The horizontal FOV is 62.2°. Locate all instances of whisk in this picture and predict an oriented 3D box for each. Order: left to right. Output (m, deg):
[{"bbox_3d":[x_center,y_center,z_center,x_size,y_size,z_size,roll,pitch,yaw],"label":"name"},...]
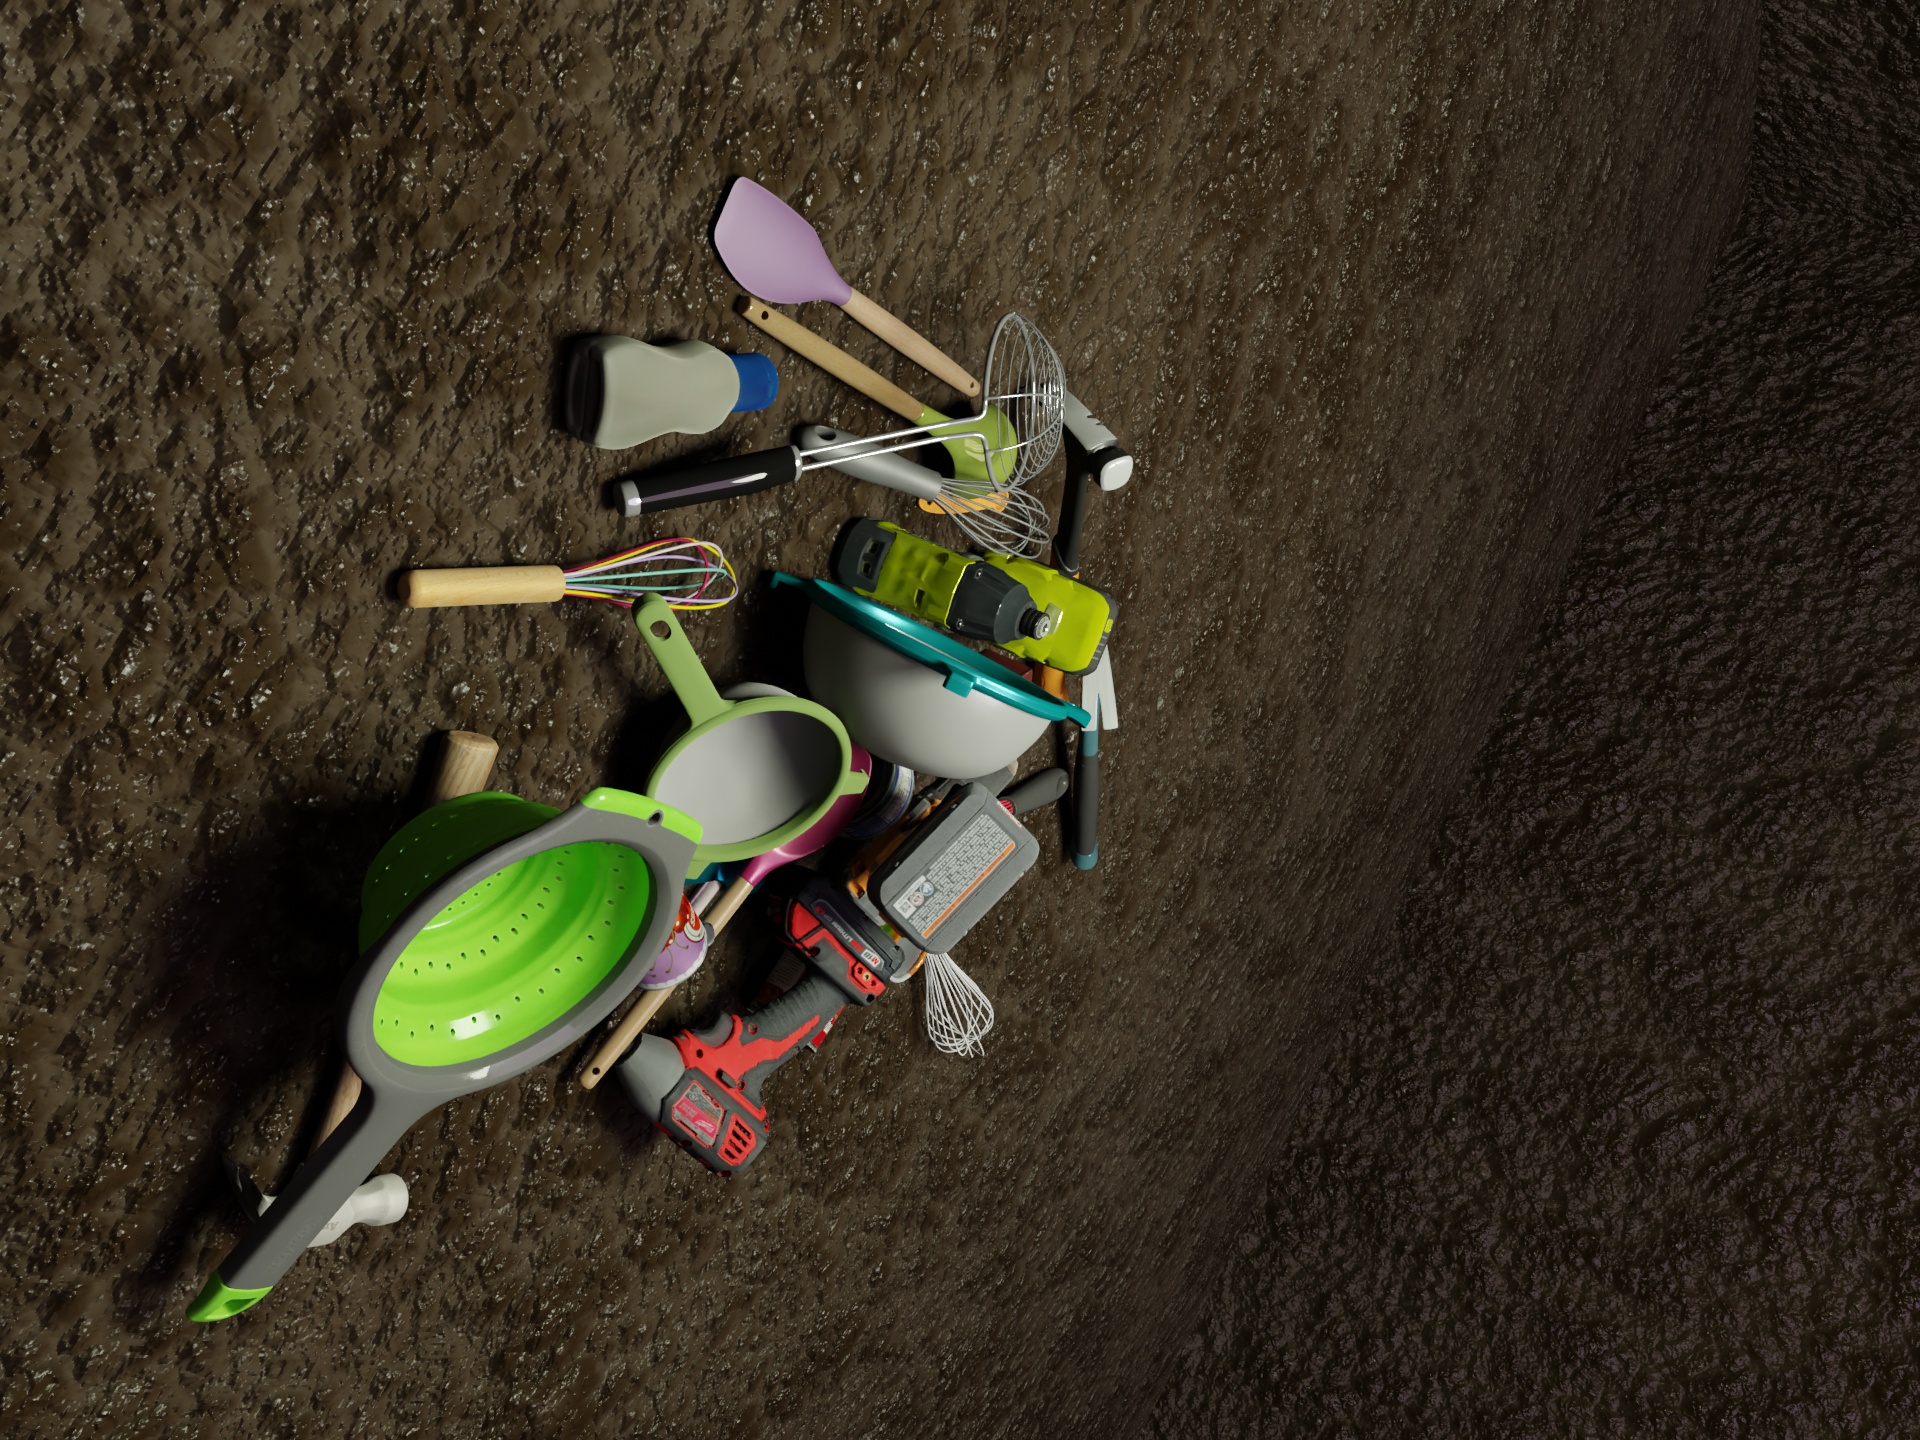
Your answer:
[{"bbox_3d":[-0.230,-0.087,0.963,0.245,0.051,0.047,-9,98,-51],"label":"whisk"},{"bbox_3d":[-0.022,-0.169,1.167,0.238,0.055,0.055,16,97,-39],"label":"whisk"},{"bbox_3d":[-0.023,0.227,1.500,0.070,0.070,0.284,-48,140,-28],"label":"whisk"},{"bbox_3d":[0.033,0.086,1.485,0.296,0.073,0.073,-21,128,-59],"label":"whisk"}]

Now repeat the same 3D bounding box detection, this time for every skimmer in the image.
[{"bbox_3d":[-0.072,-0.192,1.081,0.363,0.090,0.127,-18,120,-28],"label":"skimmer"}]

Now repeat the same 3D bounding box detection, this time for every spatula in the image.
[{"bbox_3d":[-0.068,-0.281,1.097,0.315,0.018,0.060,18,96,-59],"label":"spatula"}]

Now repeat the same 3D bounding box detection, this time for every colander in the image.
[{"bbox_3d":[-0.320,0.169,0.901,0.397,0.095,0.204,-49,151,5],"label":"colander"}]

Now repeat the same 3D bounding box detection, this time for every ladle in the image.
[{"bbox_3d":[-0.056,-0.234,1.139,0.320,0.062,0.078,20,95,-53],"label":"ladle"}]

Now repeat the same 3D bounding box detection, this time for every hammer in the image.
[{"bbox_3d":[-0.347,0.163,0.955,0.130,0.031,0.331,10,102,-60],"label":"hammer"},{"bbox_3d":[0.085,-0.132,1.388,0.034,0.127,0.336,-21,143,-21],"label":"hammer"},{"bbox_3d":[0.126,0.033,1.575,0.330,0.033,0.128,87,-2,-48],"label":"hammer"}]

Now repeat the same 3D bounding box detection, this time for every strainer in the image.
[{"bbox_3d":[-0.170,-0.008,1.069,0.151,0.069,0.256,-28,139,-5],"label":"strainer"},{"bbox_3d":[-0.002,-0.004,1.203,0.340,0.211,0.095,21,98,-57],"label":"strainer"}]

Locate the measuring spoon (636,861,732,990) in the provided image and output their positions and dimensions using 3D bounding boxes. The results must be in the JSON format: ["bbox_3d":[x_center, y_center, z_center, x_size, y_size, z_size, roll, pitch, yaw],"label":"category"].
[{"bbox_3d":[-0.201,0.151,1.191,0.124,0.018,0.034,-55,148,-19],"label":"measuring spoon"}]

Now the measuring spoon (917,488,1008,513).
[{"bbox_3d":[0.001,-0.180,1.291,0.117,0.011,0.021,-10,120,-51],"label":"measuring spoon"}]

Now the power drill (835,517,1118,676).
[{"bbox_3d":[0.028,-0.092,1.238,0.223,0.171,0.080,7,106,-62],"label":"power drill"}]

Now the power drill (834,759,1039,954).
[{"bbox_3d":[-0.008,0.090,1.249,0.185,0.084,0.226,-45,-171,-8],"label":"power drill"}]

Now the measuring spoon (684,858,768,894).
[{"bbox_3d":[-0.185,0.113,1.176,0.128,0.021,0.042,3,95,-54],"label":"measuring spoon"}]

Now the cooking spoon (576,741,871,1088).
[{"bbox_3d":[-0.175,0.138,1.173,0.068,0.017,0.319,43,76,-20],"label":"cooking spoon"}]

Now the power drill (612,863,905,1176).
[{"bbox_3d":[-0.159,0.222,1.214,0.143,0.078,0.220,46,73,-20],"label":"power drill"}]
